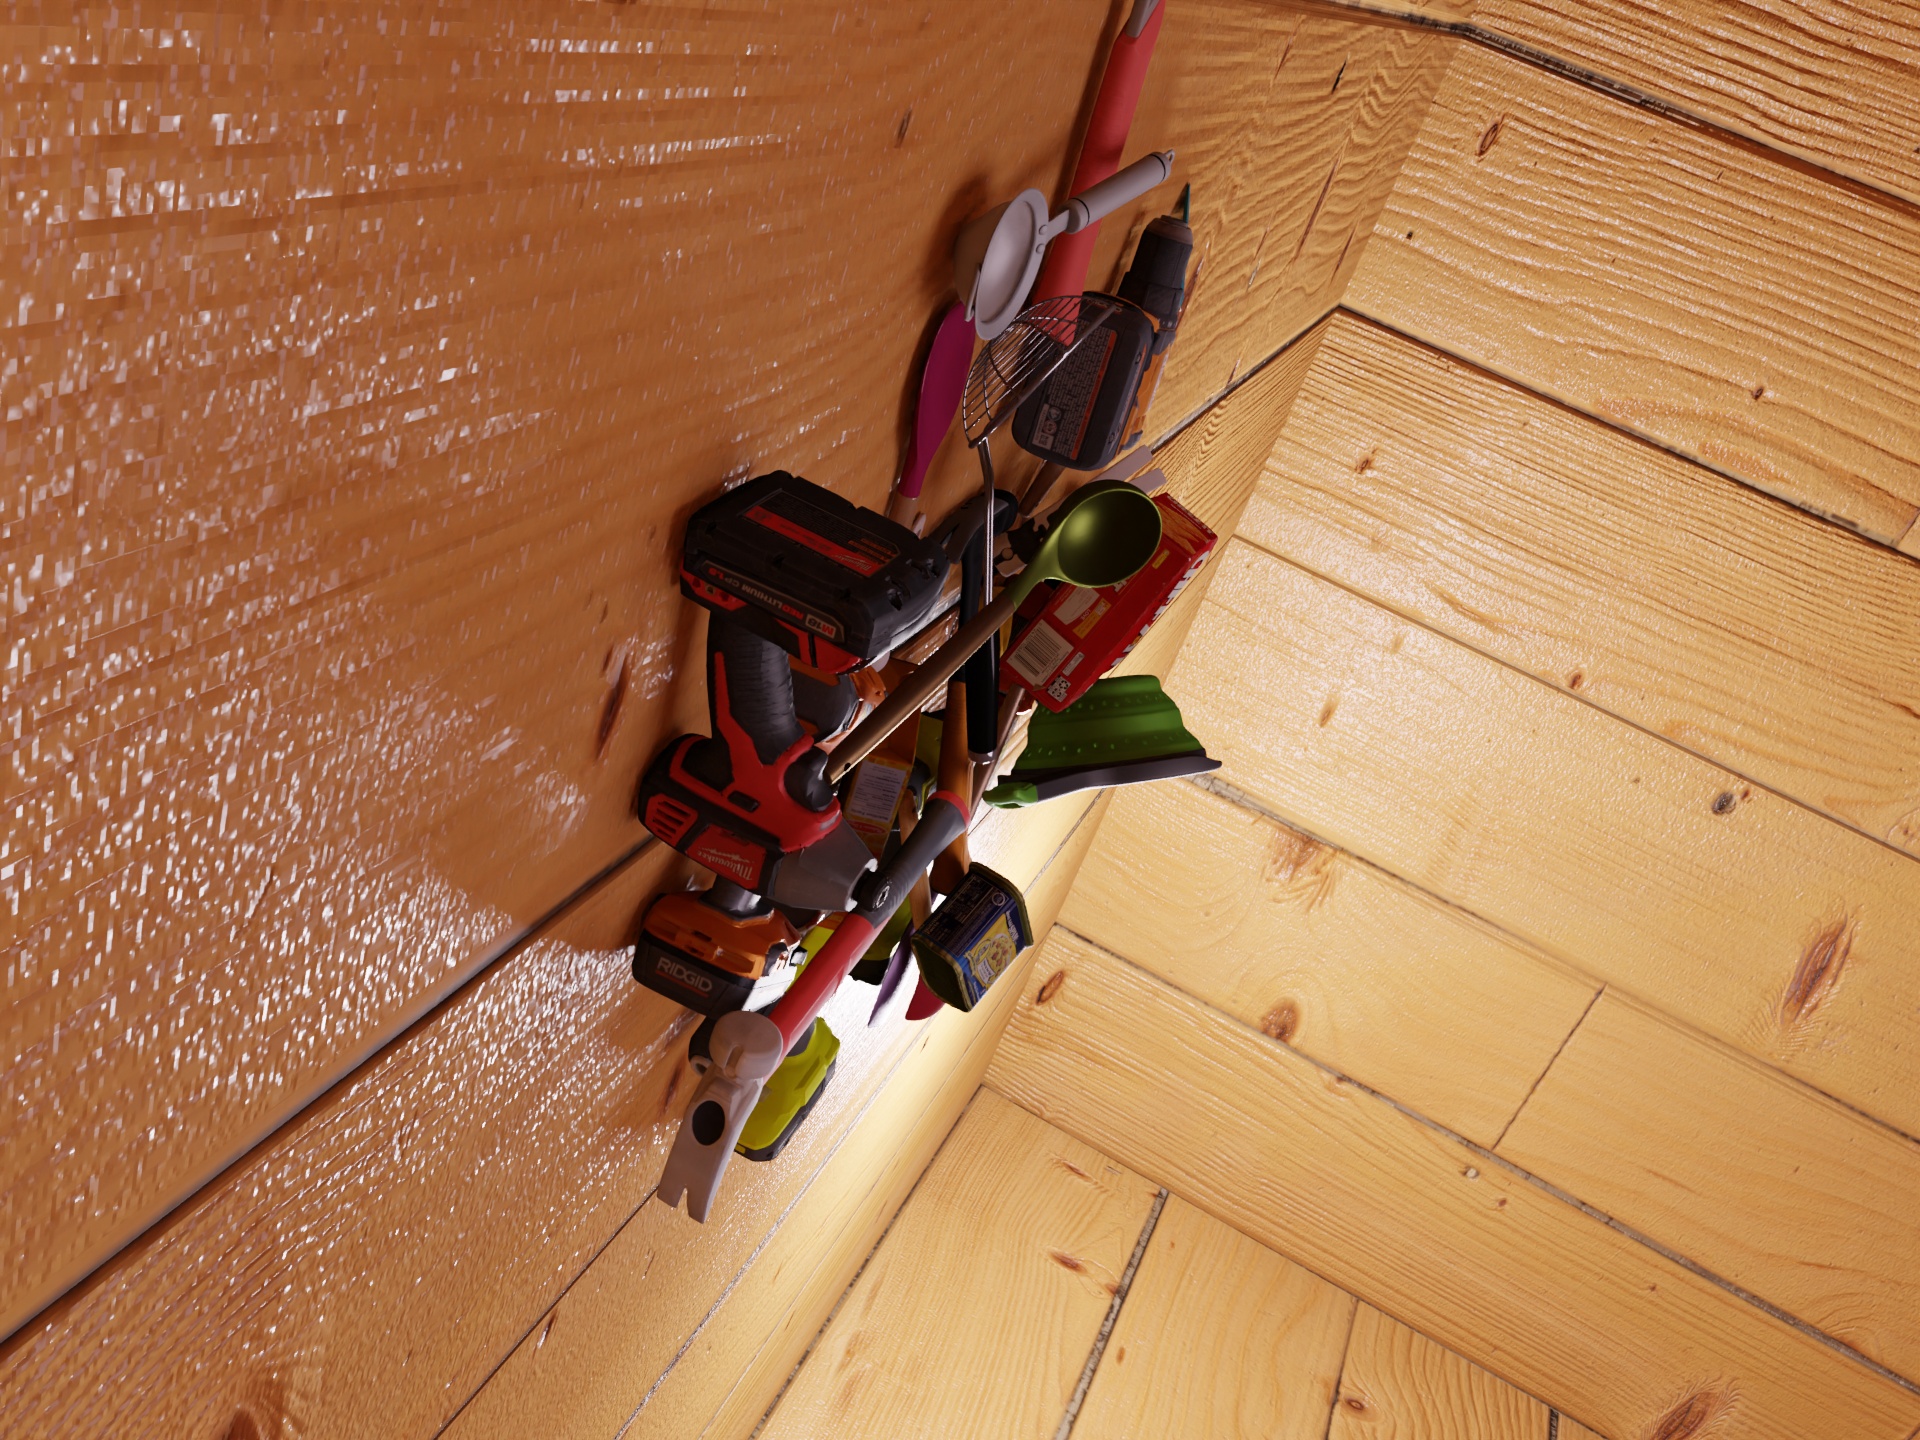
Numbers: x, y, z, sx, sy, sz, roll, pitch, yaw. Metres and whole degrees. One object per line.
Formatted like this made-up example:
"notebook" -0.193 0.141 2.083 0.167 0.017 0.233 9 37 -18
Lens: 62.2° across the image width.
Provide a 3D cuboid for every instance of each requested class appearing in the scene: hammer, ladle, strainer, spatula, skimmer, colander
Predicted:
"hammer" 0.105 -0.401 0.987 0.149 0.037 0.358 -50 163 -47
"ladle" -0.031 0.156 1.288 0.069 0.031 0.315 -50 153 -31
"strainer" 0.059 -0.294 0.936 0.258 0.050 0.086 -41 153 -39
"spatula" 0.130 -0.309 1.363 0.317 0.044 0.082 -56 168 -7
"hammer" -0.078 0.156 1.027 0.143 0.038 0.386 -67 171 29
"hammer" 0.111 -0.186 1.382 0.146 0.035 0.335 -30 -176 12
"spatula" -0.011 0.116 1.353 0.316 0.018 0.059 -67 161 2
"ladle" 0.023 -0.054 0.983 0.320 0.062 0.078 -45 144 -37
"skimmer" 0.047 -0.114 1.095 0.127 0.090 0.363 -53 152 -50
"hammer" -0.002 -0.004 1.235 0.127 0.034 0.336 -47 146 -55
"colander" 0.100 0.013 1.371 0.397 0.204 0.094 -8 91 -68

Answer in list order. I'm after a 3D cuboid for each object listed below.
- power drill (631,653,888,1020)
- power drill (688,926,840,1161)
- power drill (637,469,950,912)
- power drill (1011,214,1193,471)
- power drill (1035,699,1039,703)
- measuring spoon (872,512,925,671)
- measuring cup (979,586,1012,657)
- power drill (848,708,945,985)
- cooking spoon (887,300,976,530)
"power drill" -0.110 0.063 0.994 0.164 0.084 0.226 8 105 -79
"power drill" -0.152 0.246 1.247 0.191 0.080 0.228 -53 163 -42
"power drill" -0.084 0.000 0.801 0.078 0.143 0.219 -44 157 -50
"power drill" 0.120 -0.289 1.210 0.226 0.084 0.185 -45 155 -66
"power drill" 0.145 -0.098 1.607 0.226 0.080 0.188 -64 -158 13
"measuring spoon" -0.043 -0.085 1.103 0.124 0.018 0.034 -67 168 19
"measuring cup" 0.018 -0.042 1.354 0.062 0.029 0.157 75 27 -71
"power drill" -0.051 0.101 1.369 0.171 0.080 0.223 -44 155 -56
"cooking spoon" -0.040 -0.126 1.022 0.069 0.017 0.318 -47 161 -51
